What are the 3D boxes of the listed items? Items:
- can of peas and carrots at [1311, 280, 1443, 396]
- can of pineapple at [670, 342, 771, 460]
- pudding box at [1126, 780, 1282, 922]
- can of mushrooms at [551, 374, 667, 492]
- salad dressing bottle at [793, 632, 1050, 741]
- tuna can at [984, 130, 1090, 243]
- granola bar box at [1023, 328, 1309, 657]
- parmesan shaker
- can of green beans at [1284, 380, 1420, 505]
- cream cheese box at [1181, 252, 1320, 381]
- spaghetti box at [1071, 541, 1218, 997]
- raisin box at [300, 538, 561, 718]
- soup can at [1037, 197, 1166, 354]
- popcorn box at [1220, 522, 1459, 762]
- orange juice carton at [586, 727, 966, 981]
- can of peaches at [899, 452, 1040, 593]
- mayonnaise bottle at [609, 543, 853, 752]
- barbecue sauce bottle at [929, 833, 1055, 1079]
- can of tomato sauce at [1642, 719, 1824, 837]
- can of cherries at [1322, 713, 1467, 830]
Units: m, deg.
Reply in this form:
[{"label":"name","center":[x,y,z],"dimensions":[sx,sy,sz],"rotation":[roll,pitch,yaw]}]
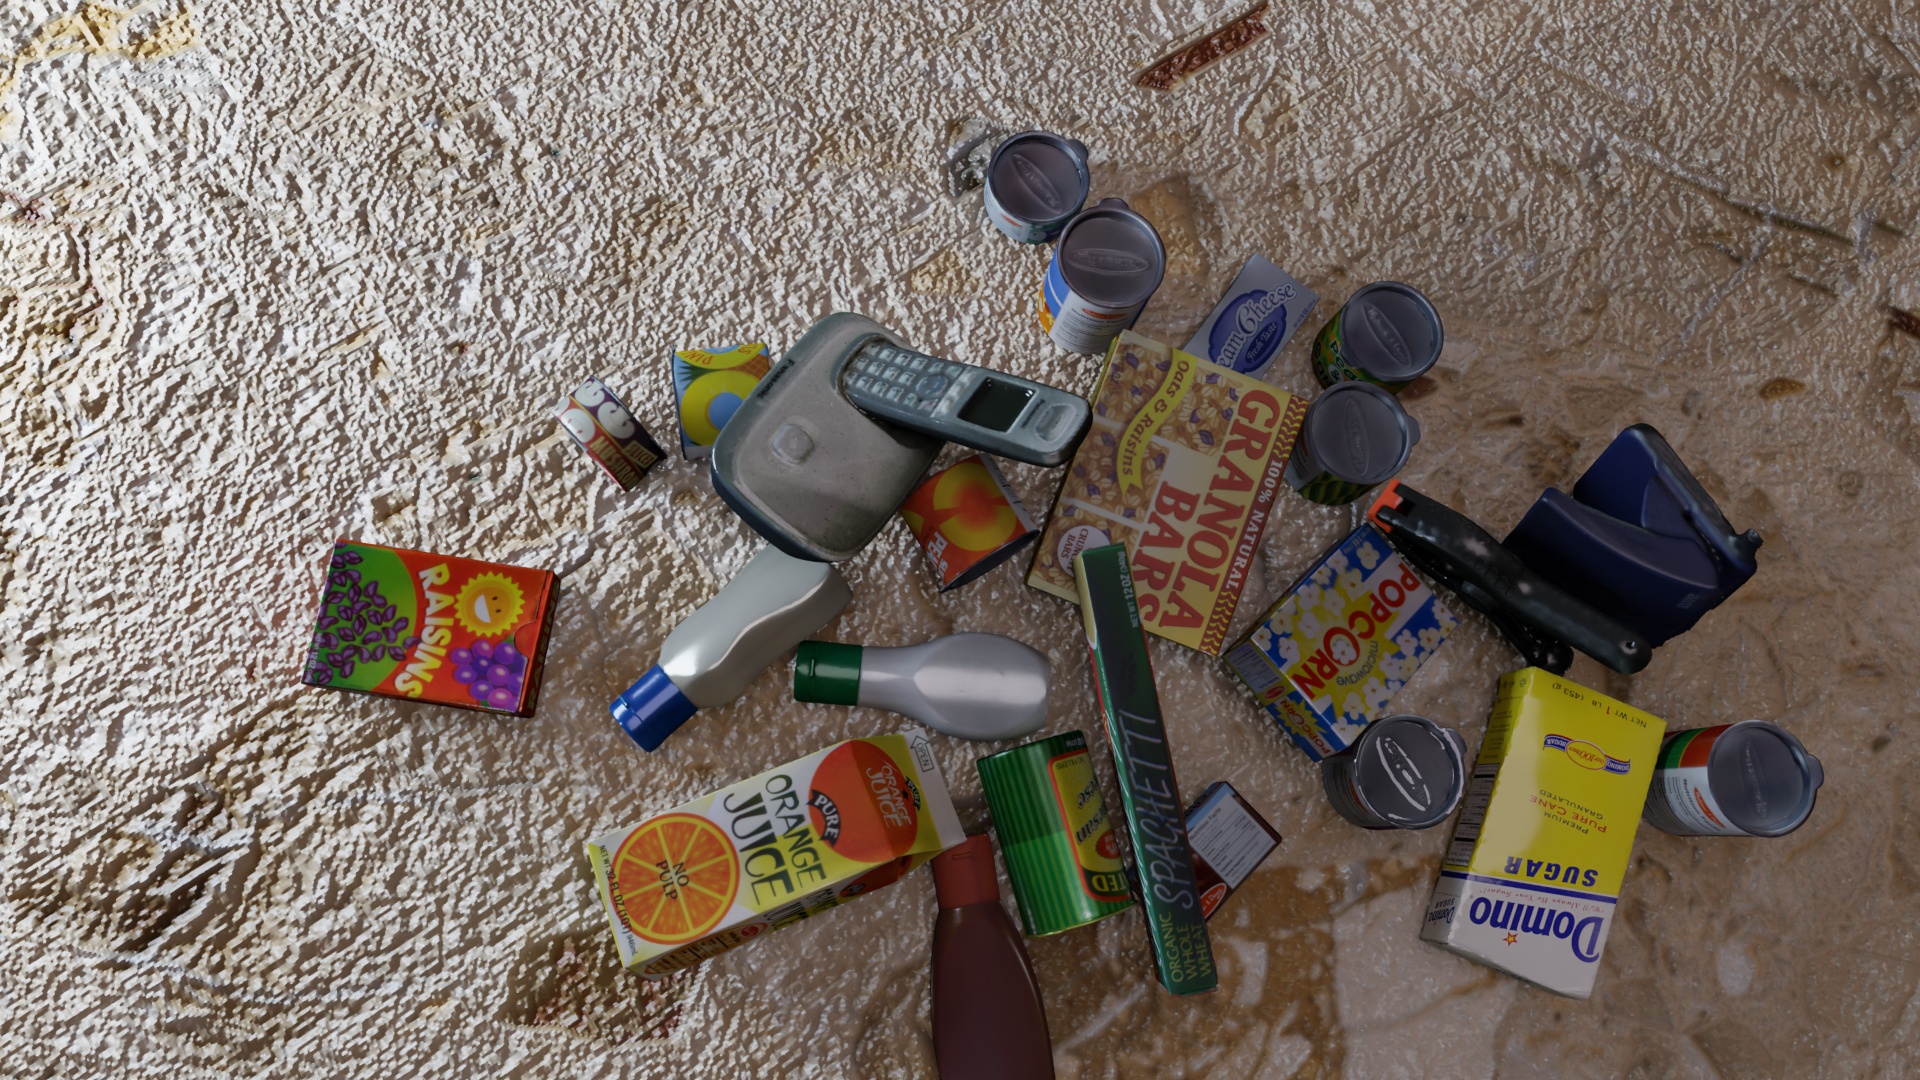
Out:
[{"label":"can of peas and carrots","center":[0.262,-0.122,0.885],"dimensions":[0.071,0.058,0.071],"rotation":[1,78,-5]},{"label":"can of pineapple","center":[-0.141,-0.085,0.832],"dimensions":[0.058,0.071,0.071],"rotation":[-7,78,-8]},{"label":"pudding box","center":[0.142,0.187,0.818],"dimensions":[0.084,0.030,0.049],"rotation":[-43,86,-13]},{"label":"can of mushrooms","center":[-0.206,-0.061,0.819],"dimensions":[0.033,0.071,0.071],"rotation":[-43,85,-12]},{"label":"salad dressing bottle","center":[-0.023,0.083,0.819],"dimensions":[0.148,0.044,0.064],"rotation":[6,77,-3]},{"label":"tuna can","center":[0.051,-0.230,0.901],"dimensions":[0.071,0.032,0.071],"rotation":[1,77,-5]},{"label":"granola bar box","center":[0.124,-0.028,0.846],"dimensions":[0.124,0.039,0.165],"rotation":[21,86,-1]},{"label":"parmesan shaker","center":[0.053,0.166,0.792],"dimensions":[0.071,0.071,0.103],"rotation":[-15,80,-9]},{"label":"can of green beans","center":[0.240,-0.059,0.869],"dimensions":[0.071,0.057,0.071],"rotation":[1,77,-5]},{"label":"cream cheese box","center":[0.181,-0.130,0.896],"dimensions":[0.053,0.024,0.104],"rotation":[36,77,4]},{"label":"spaghetti box","center":[0.102,0.126,0.780],"dimensions":[0.029,0.050,0.250],"rotation":[-10,82,-3]},{"label":"raisin box","center":[-0.302,0.051,0.800],"dimensions":[0.123,0.040,0.086],"rotation":[9,76,-4]},{"label":"soup can","center":[0.086,-0.162,0.863],"dimensions":[0.071,0.083,0.071],"rotation":[1,78,-6]},{"label":"popcorn box","center":[0.230,0.059,0.835],"dimensions":[0.127,0.038,0.085],"rotation":[-39,85,-28]},{"label":"orange juice carton","center":[-0.097,0.170,0.770],"dimensions":[0.193,0.072,0.072],"rotation":[-20,69,-9]},{"label":"can of peaches","center":[0.003,-0.010,0.830],"dimensions":[0.071,0.071,0.058],"rotation":[-30,82,-11]},{"label":"mayonnaise bottle","center":[-0.135,0.060,0.806],"dimensions":[0.148,0.041,0.065],"rotation":[-42,43,-10]},{"label":"barbecue sauce bottle","center":[0.011,0.243,0.785],"dimensions":[0.065,0.043,0.149],"rotation":[-9,78,-3]},{"label":"can of tomato sauce","center":[0.455,0.143,0.831],"dimensions":[0.071,0.083,0.071],"rotation":[1,78,-5]},{"label":"can of cherries","center":[0.259,0.138,0.826],"dimensions":[0.071,0.058,0.071],"rotation":[1,76,-5]}]
